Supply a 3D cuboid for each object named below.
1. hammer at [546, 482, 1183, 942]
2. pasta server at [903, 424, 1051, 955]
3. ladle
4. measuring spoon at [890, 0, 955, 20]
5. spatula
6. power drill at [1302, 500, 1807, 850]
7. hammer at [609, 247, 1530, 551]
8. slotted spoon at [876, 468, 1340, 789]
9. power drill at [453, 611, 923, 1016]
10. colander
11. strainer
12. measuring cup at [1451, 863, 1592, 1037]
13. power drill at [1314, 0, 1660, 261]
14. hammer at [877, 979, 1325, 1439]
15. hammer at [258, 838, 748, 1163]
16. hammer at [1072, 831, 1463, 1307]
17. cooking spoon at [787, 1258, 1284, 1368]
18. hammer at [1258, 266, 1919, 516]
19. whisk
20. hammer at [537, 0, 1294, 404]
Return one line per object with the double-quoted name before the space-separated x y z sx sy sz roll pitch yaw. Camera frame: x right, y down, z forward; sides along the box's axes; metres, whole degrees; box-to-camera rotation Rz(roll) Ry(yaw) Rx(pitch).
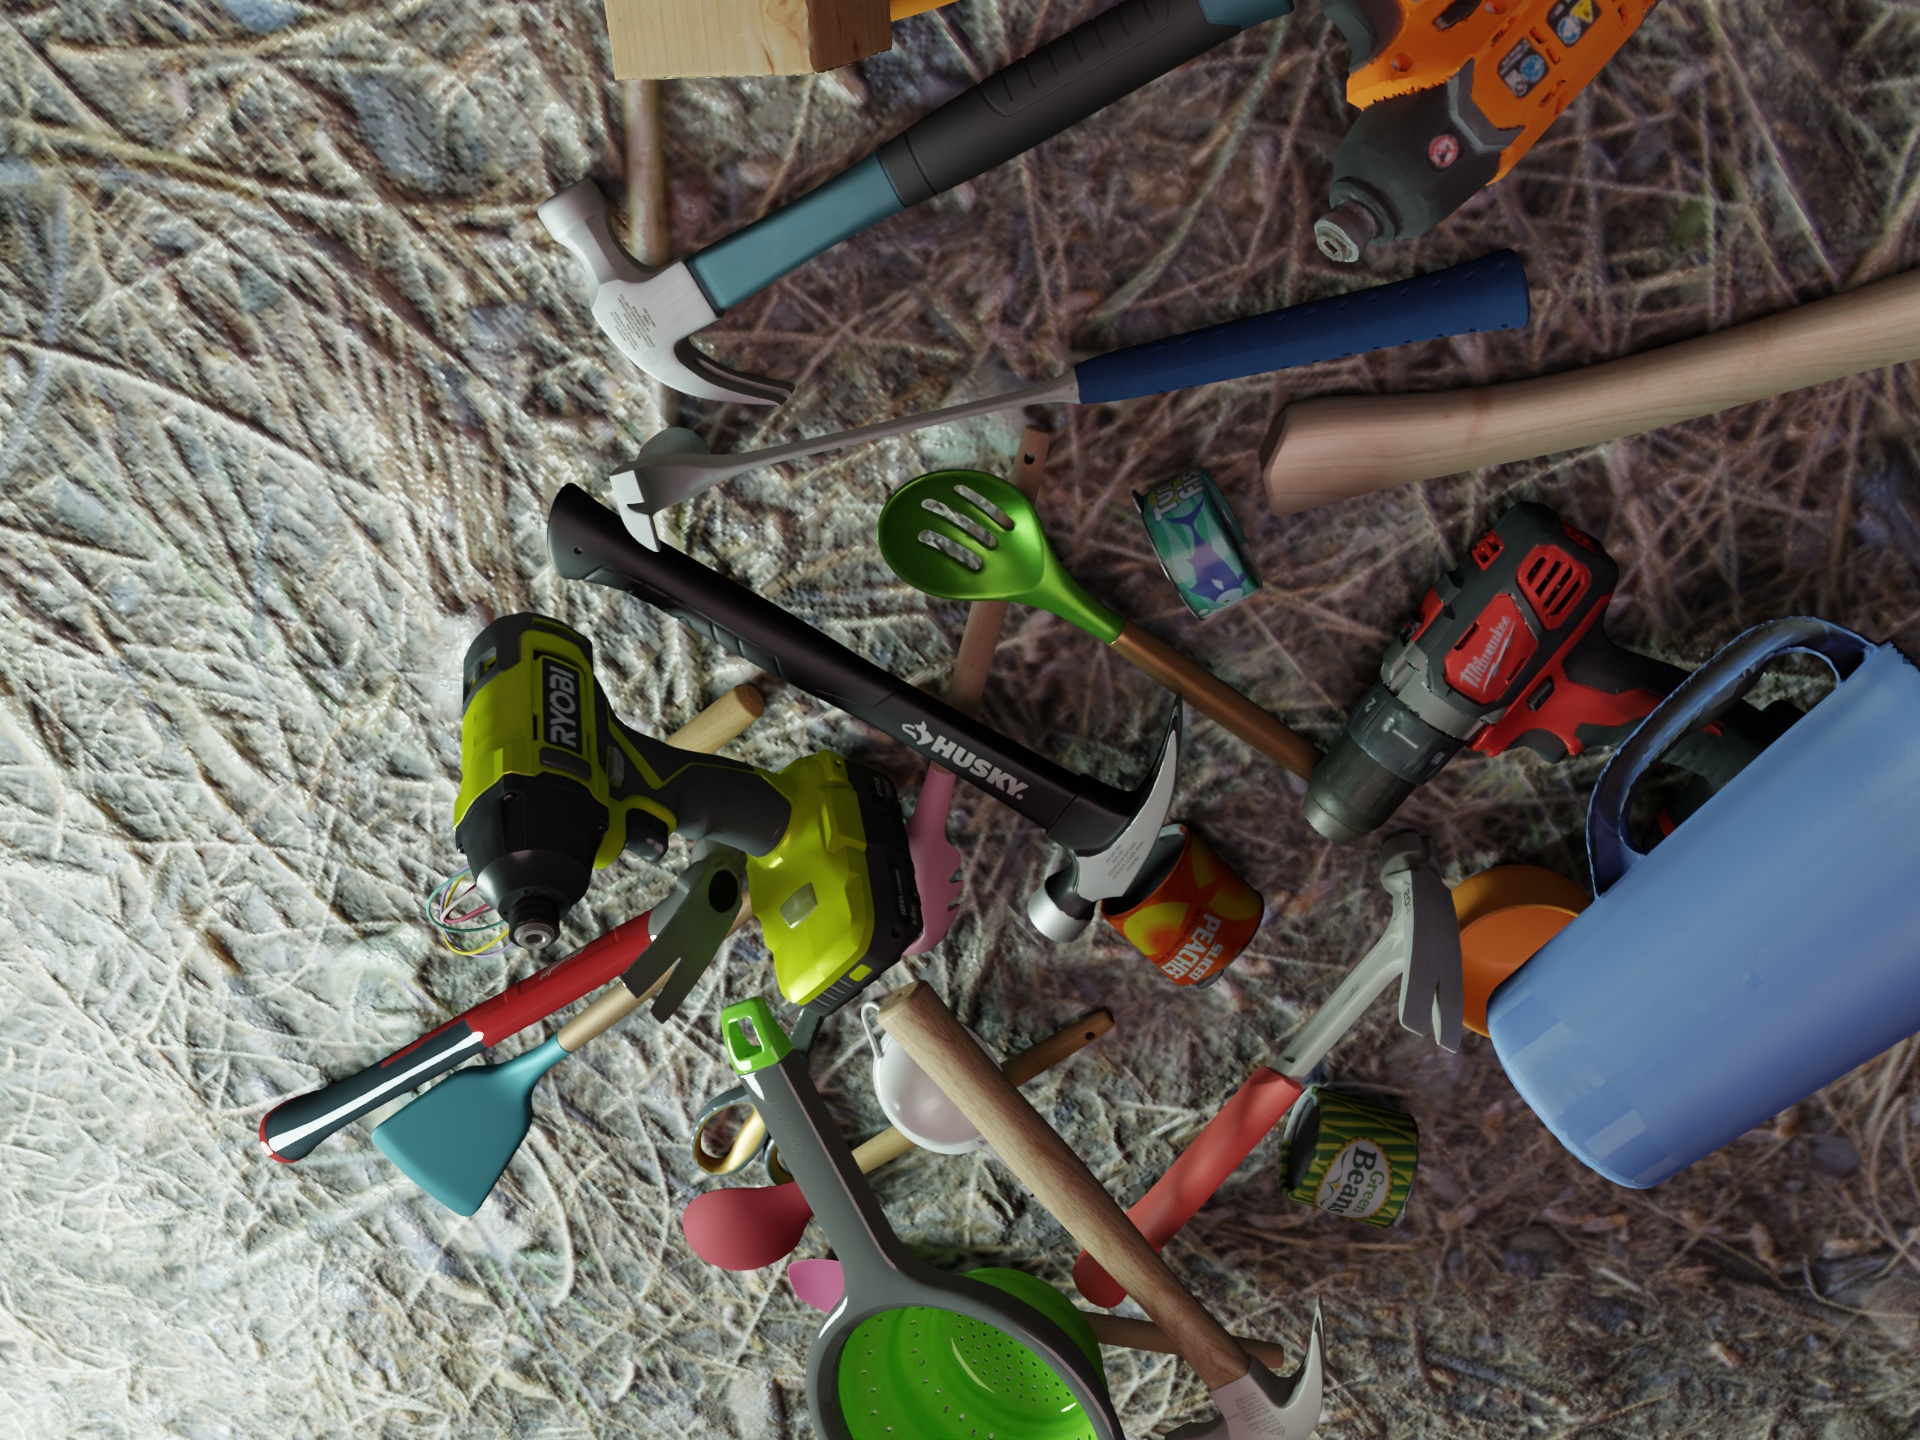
"hammer" -0.048 -0.020 0.772 0.334 0.035 0.146 30 123 -7
"pasta server" -0.001 -0.003 0.823 0.060 0.040 0.316 15 115 -1
"ladle" -0.041 0.253 0.950 0.315 0.031 0.069 -33 113 15
"measuring spoon" -0.013 -0.309 0.667 0.117 0.011 0.021 -9 116 12
"spatula" -0.218 0.184 0.938 0.317 0.044 0.082 -38 104 22
"power drill" 0.297 0.025 0.766 0.226 0.080 0.188 32 112 -6
"hammer" 0.041 -0.143 0.697 0.405 0.144 0.035 -12 108 6
"slotted spoon" 0.095 -0.029 0.780 0.313 0.031 0.070 32 118 -18
"power drill" -0.130 0.056 0.756 0.223 0.171 0.080 25 125 -36
"colander" -0.018 0.321 0.926 0.204 0.094 0.397 -24 97 31
"strainer" 0.036 0.254 0.899 0.258 0.050 0.087 39 117 4
"measuring cup" 0.318 0.148 0.848 0.095 0.052 0.173 -33 111 22
"power drill" 0.138 -0.293 0.590 0.226 0.084 0.164 43 85 -15
"hammer" 0.075 0.269 0.856 0.130 0.031 0.331 -37 97 24
"hammer" -0.279 0.183 0.902 0.386 0.143 0.038 -30 108 25
"hammer" 0.157 0.224 0.870 0.036 0.149 0.359 27 124 -4
"cooking spoon" 0.040 0.372 0.993 0.319 0.017 0.068 2 125 18
"hammer" 0.339 -0.146 0.697 0.410 0.038 0.146 -13 117 14
"whisk" -0.203 0.052 0.870 0.245 0.047 0.051 -36 120 18
"hammer" -0.018 -0.244 0.691 0.331 0.033 0.128 -23 112 18
